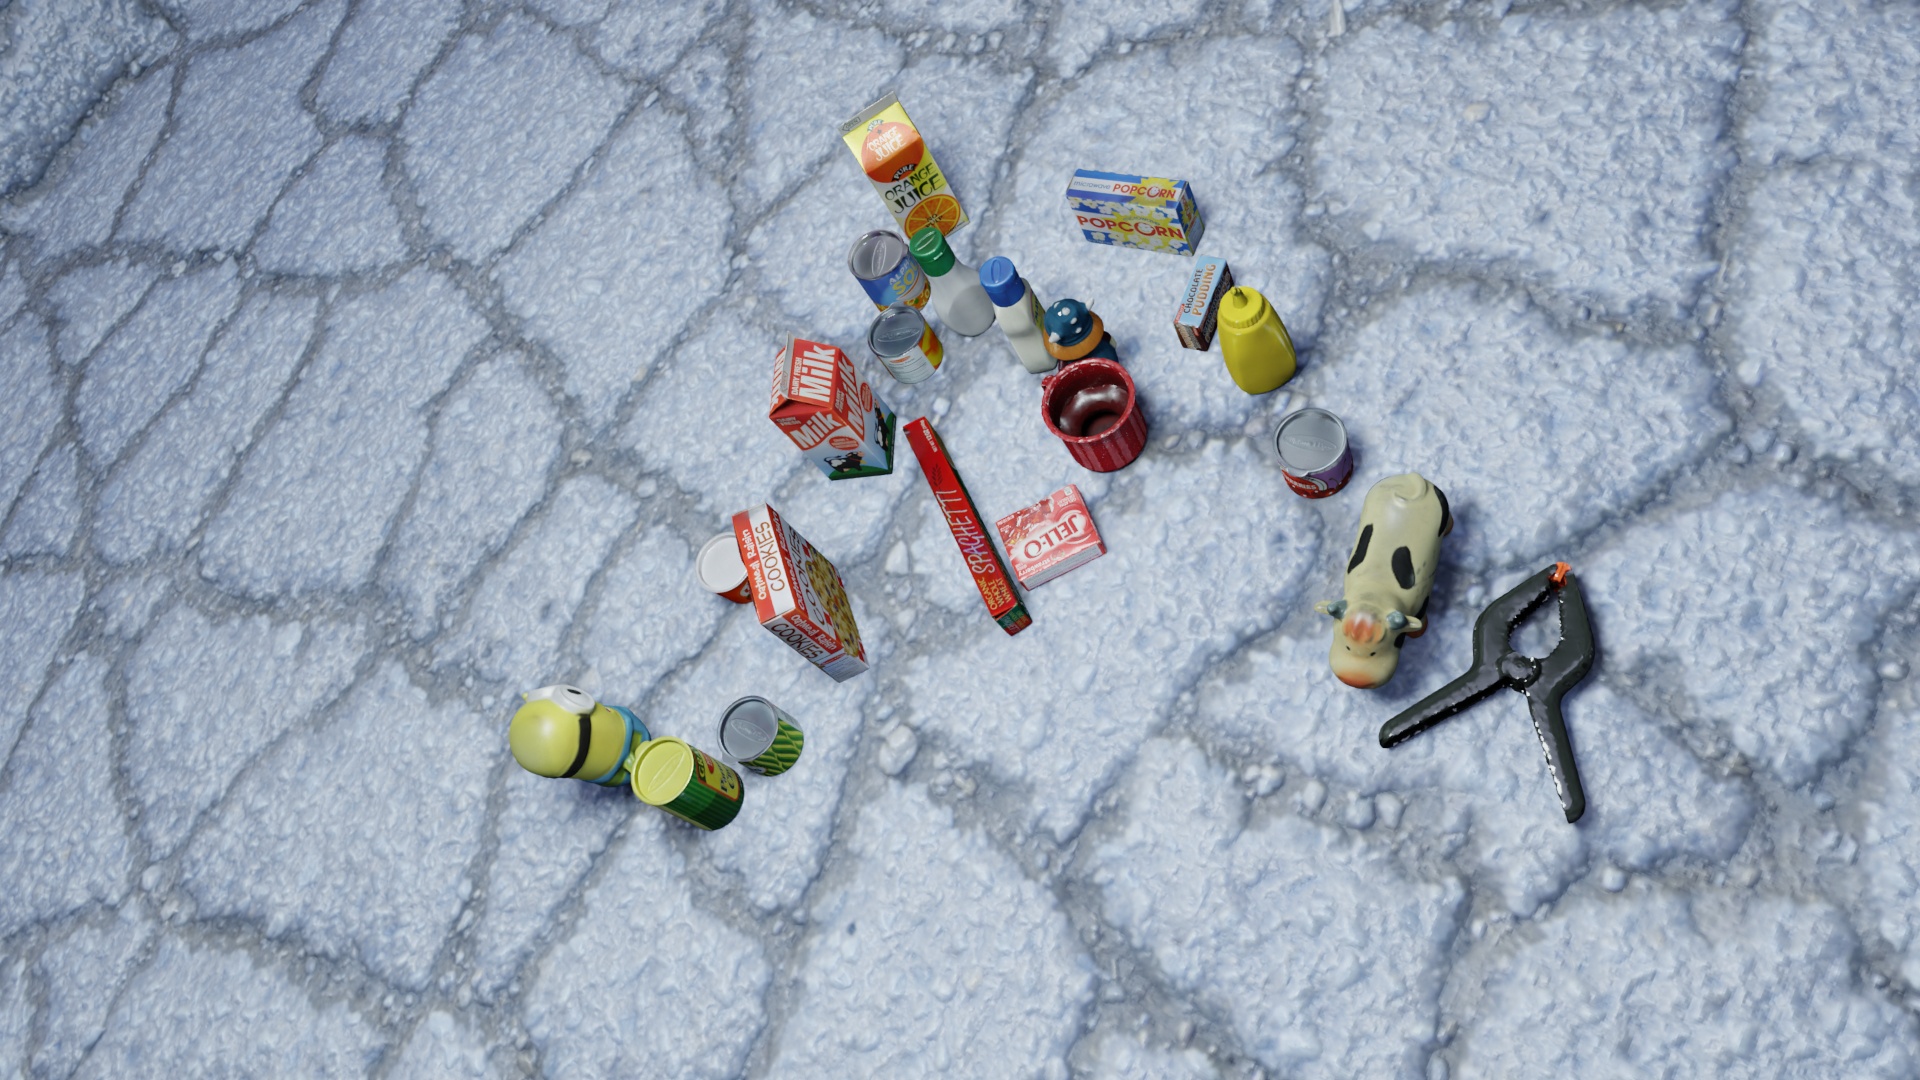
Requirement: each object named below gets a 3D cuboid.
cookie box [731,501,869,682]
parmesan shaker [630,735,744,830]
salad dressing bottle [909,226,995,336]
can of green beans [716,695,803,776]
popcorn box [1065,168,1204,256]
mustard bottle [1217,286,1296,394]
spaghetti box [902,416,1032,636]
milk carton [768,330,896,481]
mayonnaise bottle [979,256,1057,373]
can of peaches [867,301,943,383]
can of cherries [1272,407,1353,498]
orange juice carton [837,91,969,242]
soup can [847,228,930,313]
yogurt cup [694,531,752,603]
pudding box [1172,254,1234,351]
[{"bbox_3d":[-0.154,0.052,1.340,0.040,0.167,0.123,-26,59,9],"label":"cookie box"},{"bbox_3d":[-0.261,0.232,1.334,0.071,0.103,0.071,-9,63,18],"label":"parmesan shaker"},{"bbox_3d":[-0.009,-0.270,1.452,0.064,0.147,0.044,-40,58,0],"label":"salad dressing bottle"},{"bbox_3d":[-0.195,0.191,1.354,0.071,0.057,0.071,-9,63,18],"label":"can of green beans"},{"bbox_3d":[0.182,-0.342,1.446,0.127,0.085,0.038,15,72,27],"label":"popcorn box"},{"bbox_3d":[0.271,-0.195,1.293,0.065,0.160,0.049,-24,59,10],"label":"mustard bottle"},{"bbox_3d":[0.005,-0.017,1.379,0.028,0.050,0.251,-30,58,7],"label":"spaghetti box"},{"bbox_3d":[-0.136,-0.135,1.411,0.073,0.190,0.072,-6,64,20],"label":"milk carton"},{"bbox_3d":[0.060,-0.230,1.404,0.041,0.147,0.065,-9,63,18],"label":"mayonnaise bottle"},{"bbox_3d":[-0.058,-0.213,1.496,0.071,0.058,0.071,-9,63,18],"label":"can of peaches"},{"bbox_3d":[0.323,-0.077,1.275,0.071,0.058,0.072,-9,63,18],"label":"can of cherries"},{"bbox_3d":[-0.065,-0.407,1.515,0.072,0.192,0.073,-32,58,5],"label":"orange juice carton"},{"bbox_3d":[-0.075,-0.291,1.526,0.071,0.083,0.071,-9,63,18],"label":"soup can"},{"bbox_3d":[-0.235,0.032,1.451,0.072,0.053,0.072,-9,63,18],"label":"yogurt cup"},{"bbox_3d":[0.243,-0.238,1.391,0.030,0.049,0.084,15,72,28],"label":"pudding box"}]
